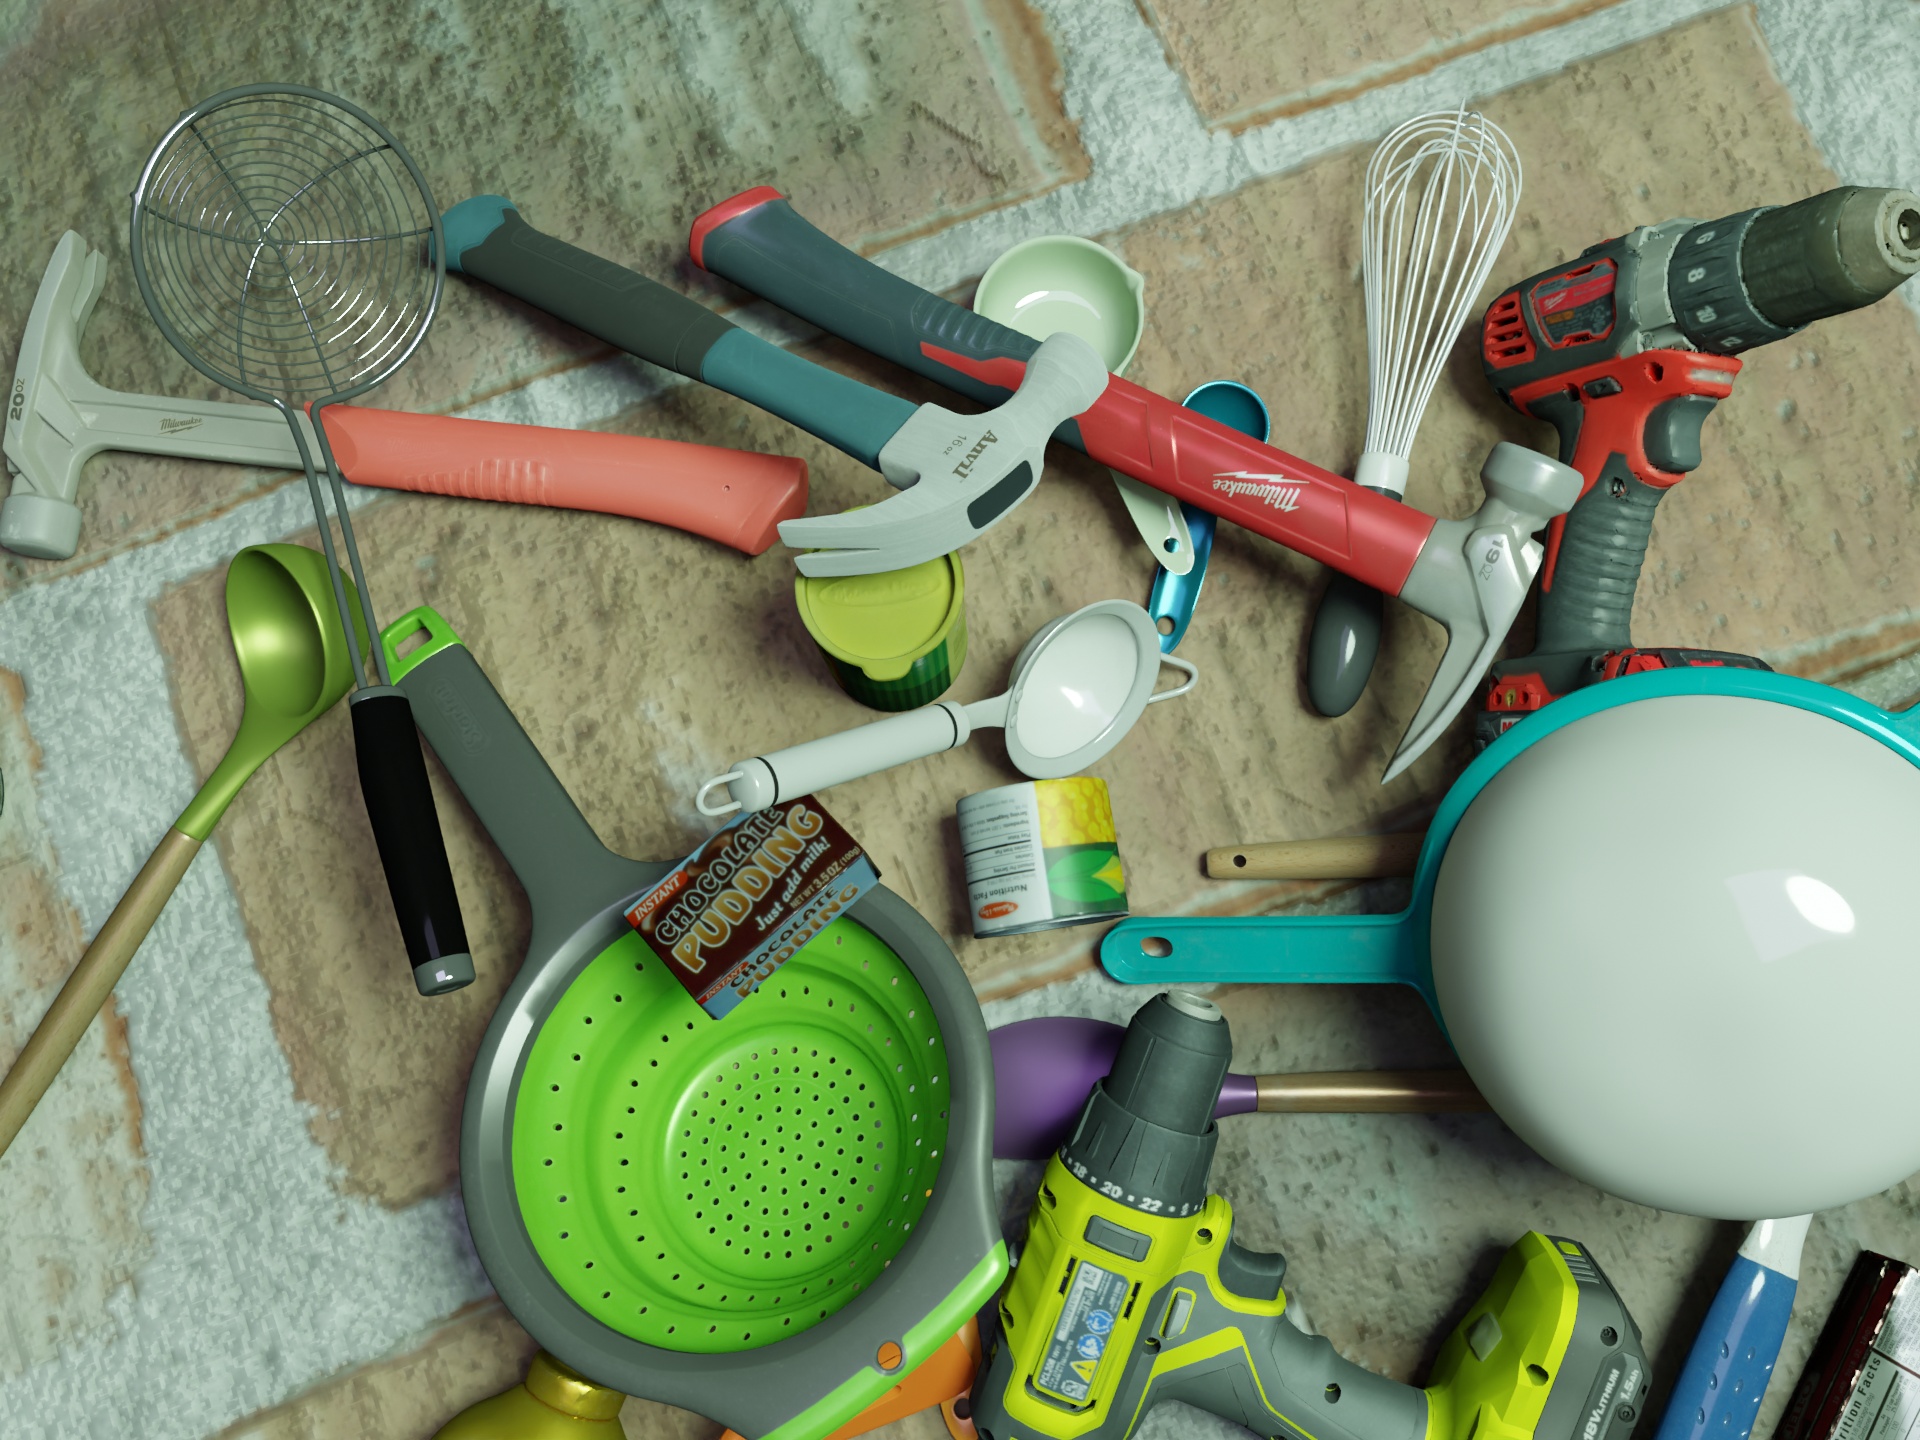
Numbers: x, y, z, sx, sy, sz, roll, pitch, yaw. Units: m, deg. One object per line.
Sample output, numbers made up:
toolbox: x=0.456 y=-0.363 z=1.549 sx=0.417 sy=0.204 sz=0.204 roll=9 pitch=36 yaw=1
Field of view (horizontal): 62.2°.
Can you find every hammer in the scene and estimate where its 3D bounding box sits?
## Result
hammer: x=-0.107 y=-0.157 z=0.663 sx=0.331 sy=0.033 sz=0.128 roll=30 pitch=71 yaw=29
hammer: x=0.321 y=0.205 z=0.636 sx=0.144 sy=0.035 sz=0.405 roll=24 pitch=86 yaw=-7
hammer: x=-0.247 y=-0.131 z=0.720 sx=0.359 sy=0.036 sz=0.149 roll=6 pitch=80 yaw=2
hammer: x=0.047 y=-0.118 z=0.674 sx=0.386 sy=0.038 sz=0.143 roll=27 pitch=103 yaw=13

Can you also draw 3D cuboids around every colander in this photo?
colander: x=-0.130 y=0.105 z=0.661 sx=0.204 sy=0.094 sz=0.397 roll=-37 pitch=64 yaw=-9

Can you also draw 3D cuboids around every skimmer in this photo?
skimmer: x=-0.237 y=-0.075 z=0.631 sx=0.127 sy=0.090 sz=0.363 roll=-6 pitch=71 yaw=-40

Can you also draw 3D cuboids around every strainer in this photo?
strainer: x=0.199 y=0.098 z=0.579 sx=0.340 sy=0.095 sz=0.211 roll=-4 pitch=104 yaw=27
strainer: x=-0.001 y=-0.002 z=0.636 sx=0.050 sy=0.258 sz=0.086 roll=33 pitch=124 yaw=35

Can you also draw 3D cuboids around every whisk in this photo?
whisk: x=0.194 y=-0.139 z=0.709 sx=0.070 sy=0.070 sz=0.284 roll=13 pitch=86 yaw=3

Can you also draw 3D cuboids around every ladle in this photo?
ladle: x=-0.353 y=0.068 z=0.678 sx=0.078 sy=0.062 sz=0.320 roll=28 pitch=84 yaw=29

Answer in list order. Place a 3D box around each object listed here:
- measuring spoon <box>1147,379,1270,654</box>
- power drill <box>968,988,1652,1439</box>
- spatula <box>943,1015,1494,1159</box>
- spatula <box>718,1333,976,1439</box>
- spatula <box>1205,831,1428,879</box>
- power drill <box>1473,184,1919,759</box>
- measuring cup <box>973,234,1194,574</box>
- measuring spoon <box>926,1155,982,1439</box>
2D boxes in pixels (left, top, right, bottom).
measuring spoon: x=0.106 y=-0.090 z=0.722 sx=0.042 sy=0.021 sz=0.128 roll=16 pitch=90 yaw=3
power drill: x=0.135 y=0.224 z=0.618 sx=0.228 sy=0.080 sz=0.190 roll=20 pitch=96 yaw=4
spatula: x=0.150 y=0.155 z=0.674 sx=0.316 sy=0.018 sz=0.060 roll=0 pitch=79 yaw=2
spatula: x=-0.128 y=0.338 z=0.594 sx=0.322 sy=0.041 sz=0.081 roll=-43 pitch=126 yaw=-20
spatula: x=0.266 y=0.058 z=0.689 sx=0.317 sy=0.044 sz=0.082 roll=-2 pitch=81 yaw=5
power drill: x=0.284 y=-0.086 z=0.624 sx=0.080 sy=0.188 sz=0.227 roll=2 pitch=88 yaw=-23
measuring cup: x=0.063 y=-0.137 z=0.717 sx=0.083 sy=0.038 sz=0.168 roll=-25 pitch=83 yaw=-3
measuring spoon: x=-0.004 y=0.242 z=0.664 sx=0.021 sy=0.011 sz=0.117 roll=-7 pitch=80 yaw=-1
